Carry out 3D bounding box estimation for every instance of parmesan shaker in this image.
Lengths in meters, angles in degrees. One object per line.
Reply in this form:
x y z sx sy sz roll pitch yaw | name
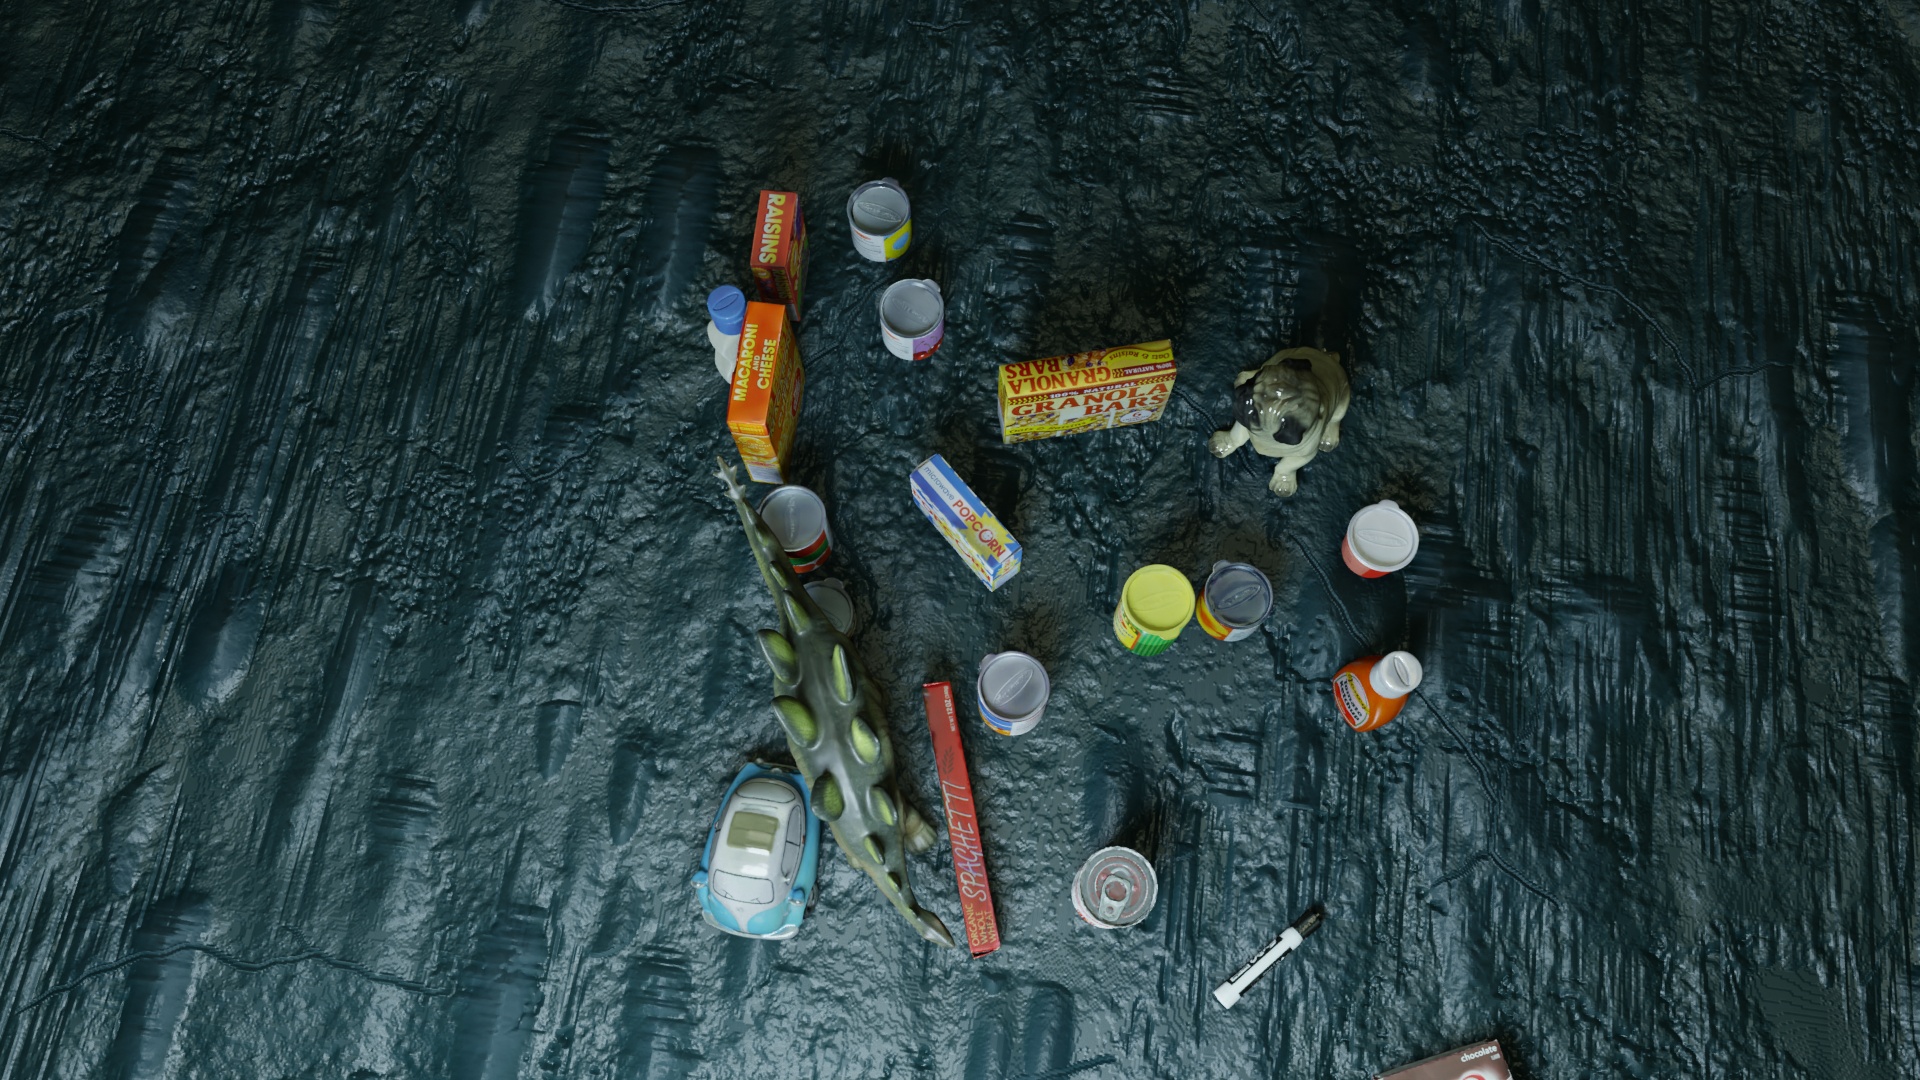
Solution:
0.181 0.070 1.310 0.071 0.102 0.071 0 73 0 | parmesan shaker

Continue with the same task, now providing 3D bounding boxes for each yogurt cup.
0.406 0.004 1.355 0.072 0.053 0.072 0 73 0 | yogurt cup

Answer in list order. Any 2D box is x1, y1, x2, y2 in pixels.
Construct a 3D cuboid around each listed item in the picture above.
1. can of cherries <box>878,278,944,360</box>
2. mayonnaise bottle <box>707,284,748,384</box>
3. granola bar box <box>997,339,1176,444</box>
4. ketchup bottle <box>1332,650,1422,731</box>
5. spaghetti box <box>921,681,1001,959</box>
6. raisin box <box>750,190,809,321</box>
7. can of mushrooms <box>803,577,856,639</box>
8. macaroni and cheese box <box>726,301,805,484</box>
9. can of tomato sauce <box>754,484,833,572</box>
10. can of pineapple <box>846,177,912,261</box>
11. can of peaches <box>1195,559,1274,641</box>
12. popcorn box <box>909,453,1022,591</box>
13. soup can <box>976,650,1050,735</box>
-0.047 -0.227 1.427 0.071 0.058 0.071 0 73 0 | can of cherries
-0.219 -0.204 1.373 0.065 0.147 0.041 -35 76 -9 | mayonnaise bottle
0.121 -0.144 1.365 0.166 0.124 0.039 -9 73 -3 | granola bar box
0.381 0.132 1.266 0.043 0.148 0.065 -19 74 -5 | ketchup bottle
0.000 0.256 1.280 0.029 0.050 0.250 -11 73 -3 | spaghetti box
-0.182 -0.287 1.412 0.040 0.123 0.086 6 73 2 | raisin box
-0.134 0.073 1.347 0.071 0.033 0.071 0 73 0 | can of mushrooms
-0.187 -0.139 1.343 0.040 0.166 0.124 6 73 2 | macaroni and cheese box
-0.161 -0.009 1.346 0.071 0.083 0.071 0 73 0 | can of tomato sauce
-0.083 -0.336 1.461 0.071 0.057 0.071 0 73 0 | can of pineapple
0.262 0.058 1.337 0.071 0.058 0.071 0 73 0 | can of peaches
0.005 -0.017 1.347 0.038 0.085 0.127 -39 77 -10 | popcorn box
0.047 0.142 1.298 0.071 0.083 0.071 0 73 0 | soup can
